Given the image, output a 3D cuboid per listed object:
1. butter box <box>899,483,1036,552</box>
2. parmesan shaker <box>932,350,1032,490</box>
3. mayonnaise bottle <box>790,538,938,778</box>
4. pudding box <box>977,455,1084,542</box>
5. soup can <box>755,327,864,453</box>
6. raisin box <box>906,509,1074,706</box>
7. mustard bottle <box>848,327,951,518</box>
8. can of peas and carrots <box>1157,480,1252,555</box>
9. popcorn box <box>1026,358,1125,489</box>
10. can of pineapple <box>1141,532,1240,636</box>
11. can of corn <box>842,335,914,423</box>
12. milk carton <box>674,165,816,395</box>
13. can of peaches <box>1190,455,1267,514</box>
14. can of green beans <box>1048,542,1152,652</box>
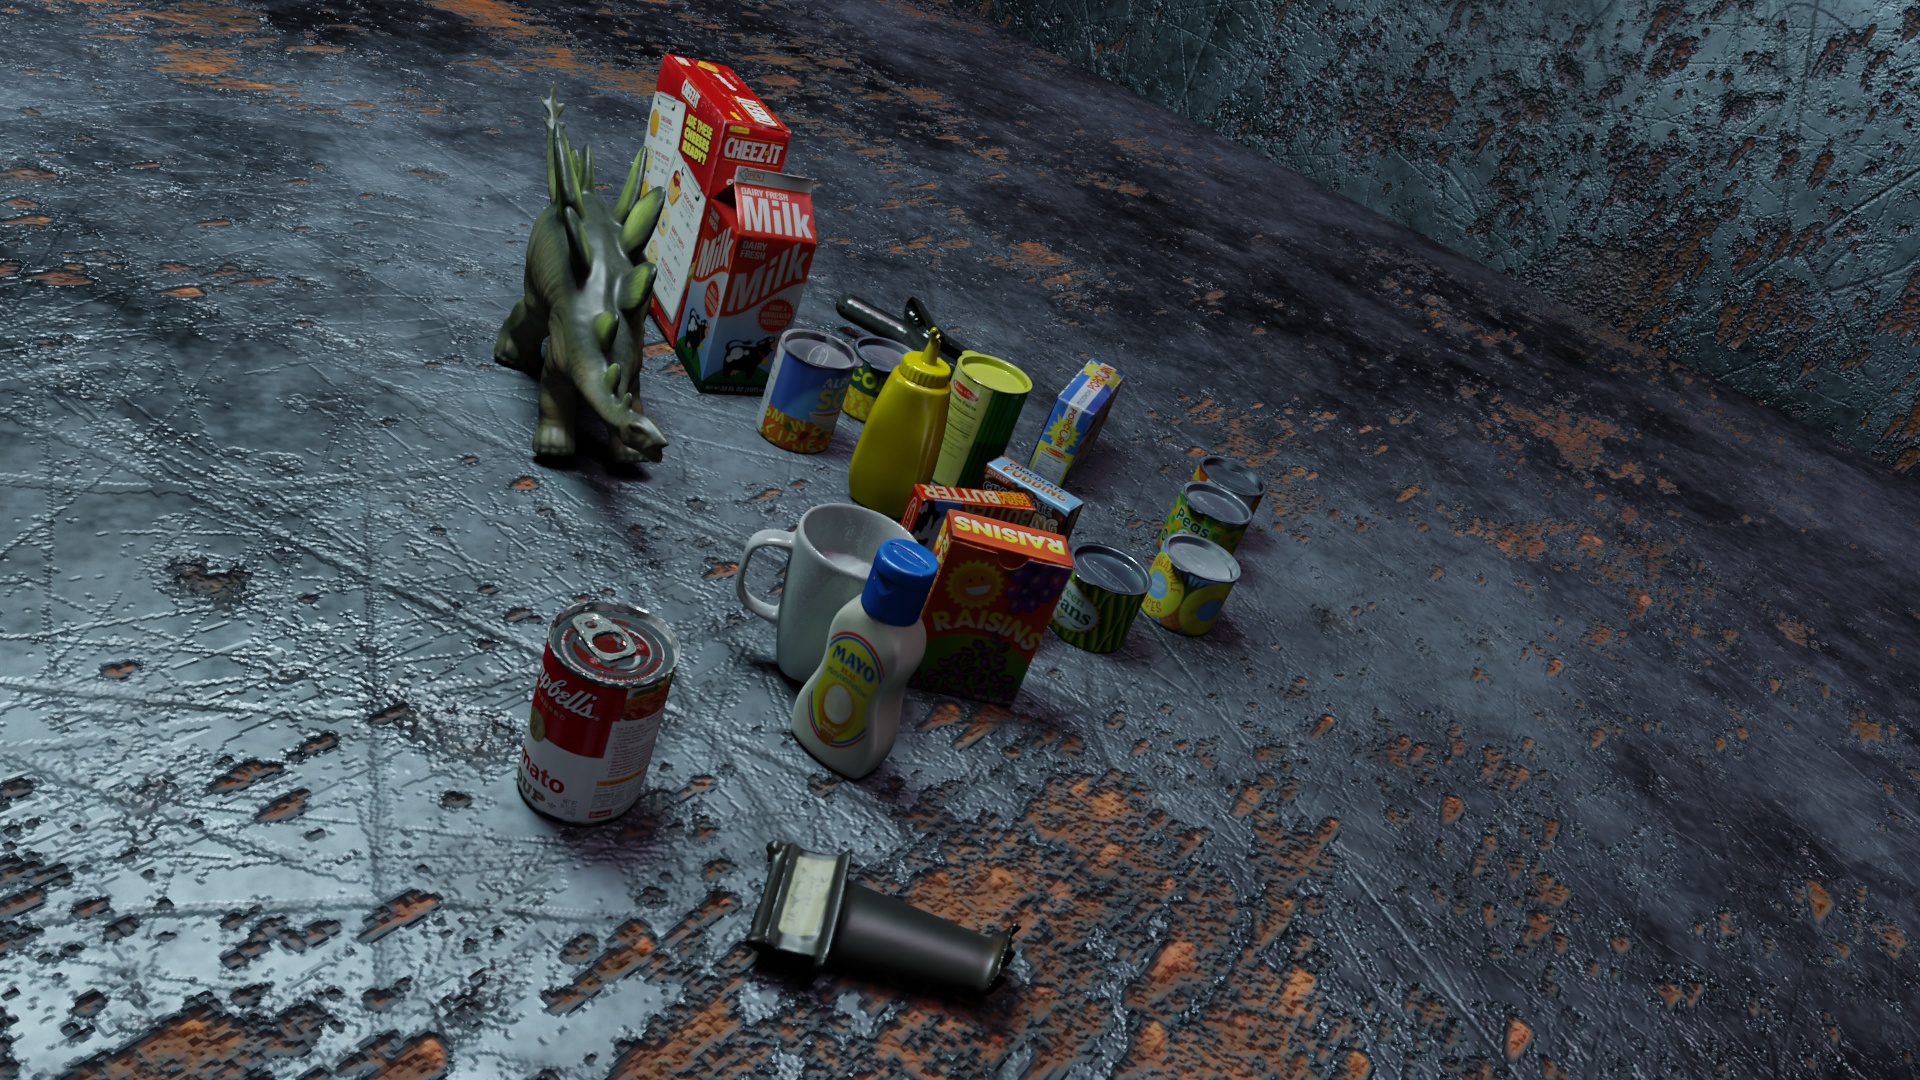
[{"bbox_3d":[0.004,-0.014,1.091,0.104,0.053,0.024,4,34,-29],"label":"butter box"},{"bbox_3d":[0.011,-0.101,1.190,0.071,0.102,0.071,16,29,-9],"label":"parmesan shaker"},{"bbox_3d":[-0.053,0.068,0.820,0.065,0.147,0.041,34,31,21],"label":"mayonnaise bottle"},{"bbox_3d":[0.055,-0.029,1.154,0.084,0.049,0.030,32,31,18],"label":"pudding box"},{"bbox_3d":[-0.126,-0.123,1.156,0.071,0.083,0.072,16,29,-9],"label":"soup can"},{"bbox_3d":[0.013,0.047,0.925,0.086,0.122,0.040,14,30,-14],"label":"raisin box"},{"bbox_3d":[-0.039,-0.096,1.090,0.065,0.159,0.049,26,29,7],"label":"mustard bottle"},{"bbox_3d":[0.212,-0.010,1.216,0.071,0.058,0.071,16,30,-9],"label":"can of peas and carrots"},{"bbox_3d":[0.106,-0.108,1.283,0.038,0.084,0.127,26,29,8],"label":"popcorn box"},{"bbox_3d":[0.183,0.035,1.122,0.071,0.057,0.071,16,30,-9],"label":"can of pineapple"},{"bbox_3d":[-0.073,-0.142,1.247,0.071,0.058,0.071,16,30,-9],"label":"can of corn"},{"bbox_3d":[-0.180,-0.223,1.177,0.072,0.189,0.074,1,35,-33],"label":"milk carton"},{"bbox_3d":[0.240,-0.037,1.281,0.071,0.057,0.071,16,30,-9],"label":"can of peaches"},{"bbox_3d":[0.104,0.043,1.057,0.071,0.057,0.071,16,30,-9],"label":"can of green beans"}]
